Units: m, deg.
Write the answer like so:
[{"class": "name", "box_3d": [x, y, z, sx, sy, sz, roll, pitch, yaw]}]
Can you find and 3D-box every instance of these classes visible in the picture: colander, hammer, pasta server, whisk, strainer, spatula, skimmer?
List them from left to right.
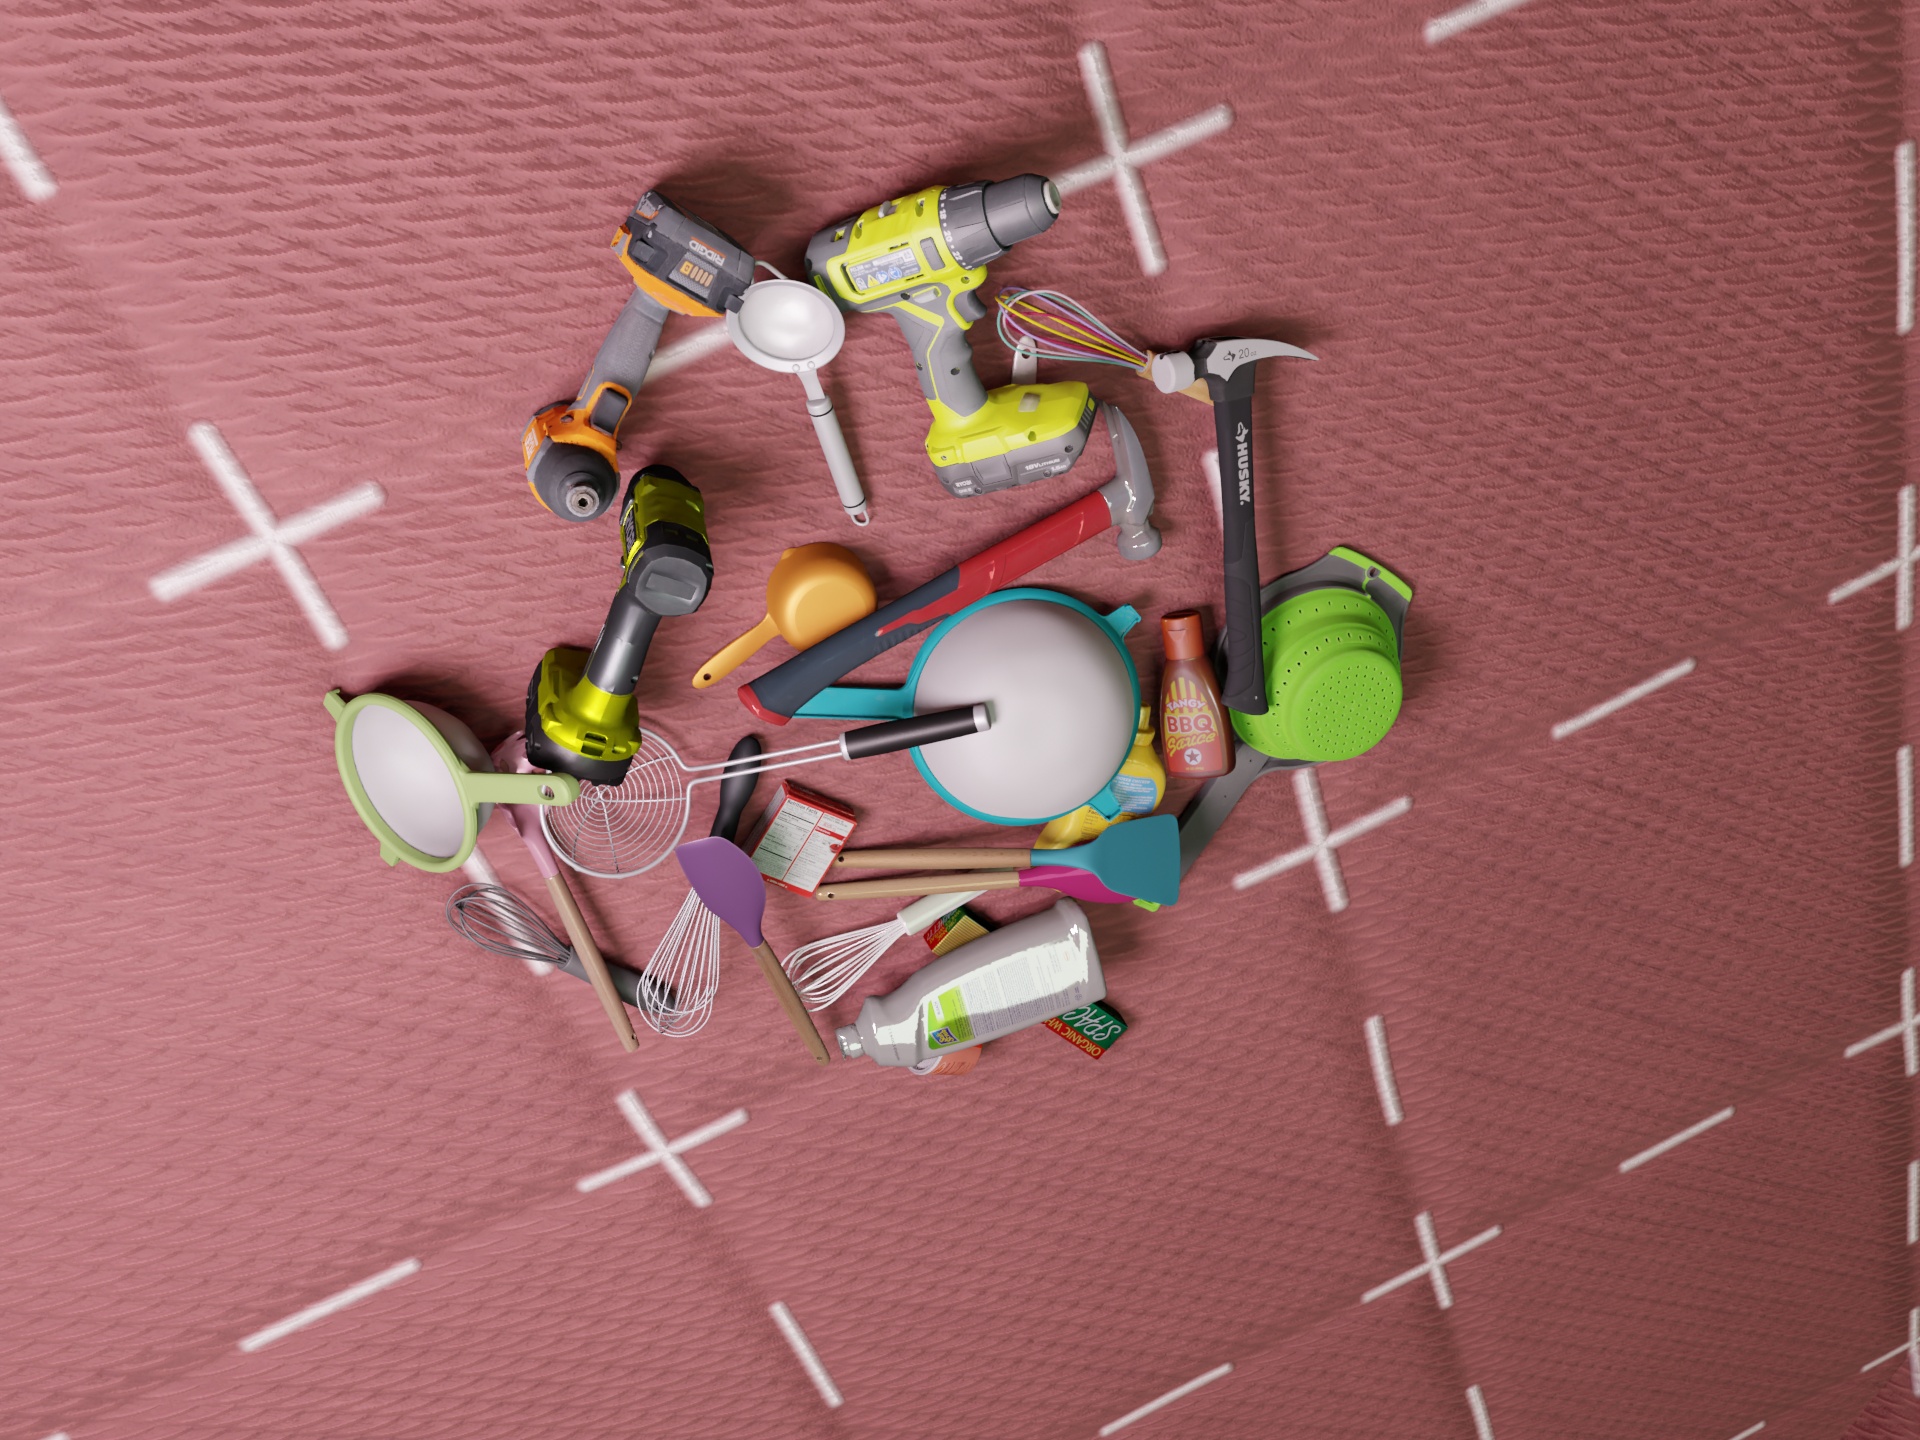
[{"class": "strainer", "box_3d": [-0.367, 0.038, 1.211, 0.069, 0.256, 0.151, -38, 121, -50]}, {"class": "whisk", "box_3d": [-0.342, 0.204, 1.386, 0.238, 0.055, 0.055, 35, 102, -35]}, {"class": "pasta server", "box_3d": [-0.328, 0.152, 1.338, 0.040, 0.060, 0.316, -4, 117, 30]}, {"class": "whisk", "box_3d": [-0.221, 0.146, 1.380, 0.070, 0.070, 0.284, 12, 103, -24]}, {"class": "skimmer", "box_3d": [-0.156, 0.040, 1.284, 0.363, 0.090, 0.127, -12, 100, 10]}, {"class": "spatula", "box_3d": [-0.167, 0.208, 1.387, 0.060, 0.018, 0.315, -13, 132, 8]}, {"class": "strainer", "box_3d": [-0.111, -0.248, 1.210, 0.087, 0.050, 0.258, -6, 135, 13]}, {"class": "whisk", "box_3d": [-0.059, 0.193, 1.473, 0.246, 0.058, 0.059, -29, 88, -7]}, {"class": "hammer", "box_3d": [-0.011, -0.117, 1.282, 0.386, 0.038, 0.143, -30, 125, -15]}, {"class": "strainer", "box_3d": [-0.002, -0.004, 1.334, 0.340, 0.095, 0.211, 2, 102, -11]}, {"class": "spatula", "box_3d": [0.038, 0.125, 1.429, 0.317, 0.044, 0.082, -1, 84, 6]}, {"class": "whisk", "box_3d": [0.130, -0.292, 1.275, 0.244, 0.047, 0.051, 15, 89, -29]}, {"class": "hammer", "box_3d": [0.240, -0.159, 1.345, 0.146, 0.035, 0.334, -19, 116, -24]}, {"class": "colander", "box_3d": [0.291, 0.036, 1.475, 0.204, 0.095, 0.397, 25, 107, -28]}]

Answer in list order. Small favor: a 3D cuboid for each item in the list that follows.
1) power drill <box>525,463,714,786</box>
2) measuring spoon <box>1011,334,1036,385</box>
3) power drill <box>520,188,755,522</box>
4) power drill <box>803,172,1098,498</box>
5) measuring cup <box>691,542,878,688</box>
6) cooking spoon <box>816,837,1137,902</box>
[{"class": "power drill", "box_3d": [-0.254, -0.077, 1.201, 0.080, 0.171, 0.223, 17, 119, -25]}, {"class": "measuring spoon", "box_3d": [0.052, -0.249, 1.288, 0.034, 0.018, 0.124, -6, 118, -15]}, {"class": "power drill", "box_3d": [-0.233, -0.245, 1.112, 0.084, 0.164, 0.226, 26, 105, -28]}, {"class": "power drill", "box_3d": [0.015, -0.289, 1.181, 0.190, 0.080, 0.228, -10, 130, 27]}, {"class": "measuring cup", "box_3d": [-0.145, -0.071, 1.297, 0.173, 0.052, 0.095, -37, 122, 1]}, {"class": "cooking spoon", "box_3d": [0.028, 0.147, 1.449, 0.319, 0.017, 0.068, -4, 113, 0]}]
